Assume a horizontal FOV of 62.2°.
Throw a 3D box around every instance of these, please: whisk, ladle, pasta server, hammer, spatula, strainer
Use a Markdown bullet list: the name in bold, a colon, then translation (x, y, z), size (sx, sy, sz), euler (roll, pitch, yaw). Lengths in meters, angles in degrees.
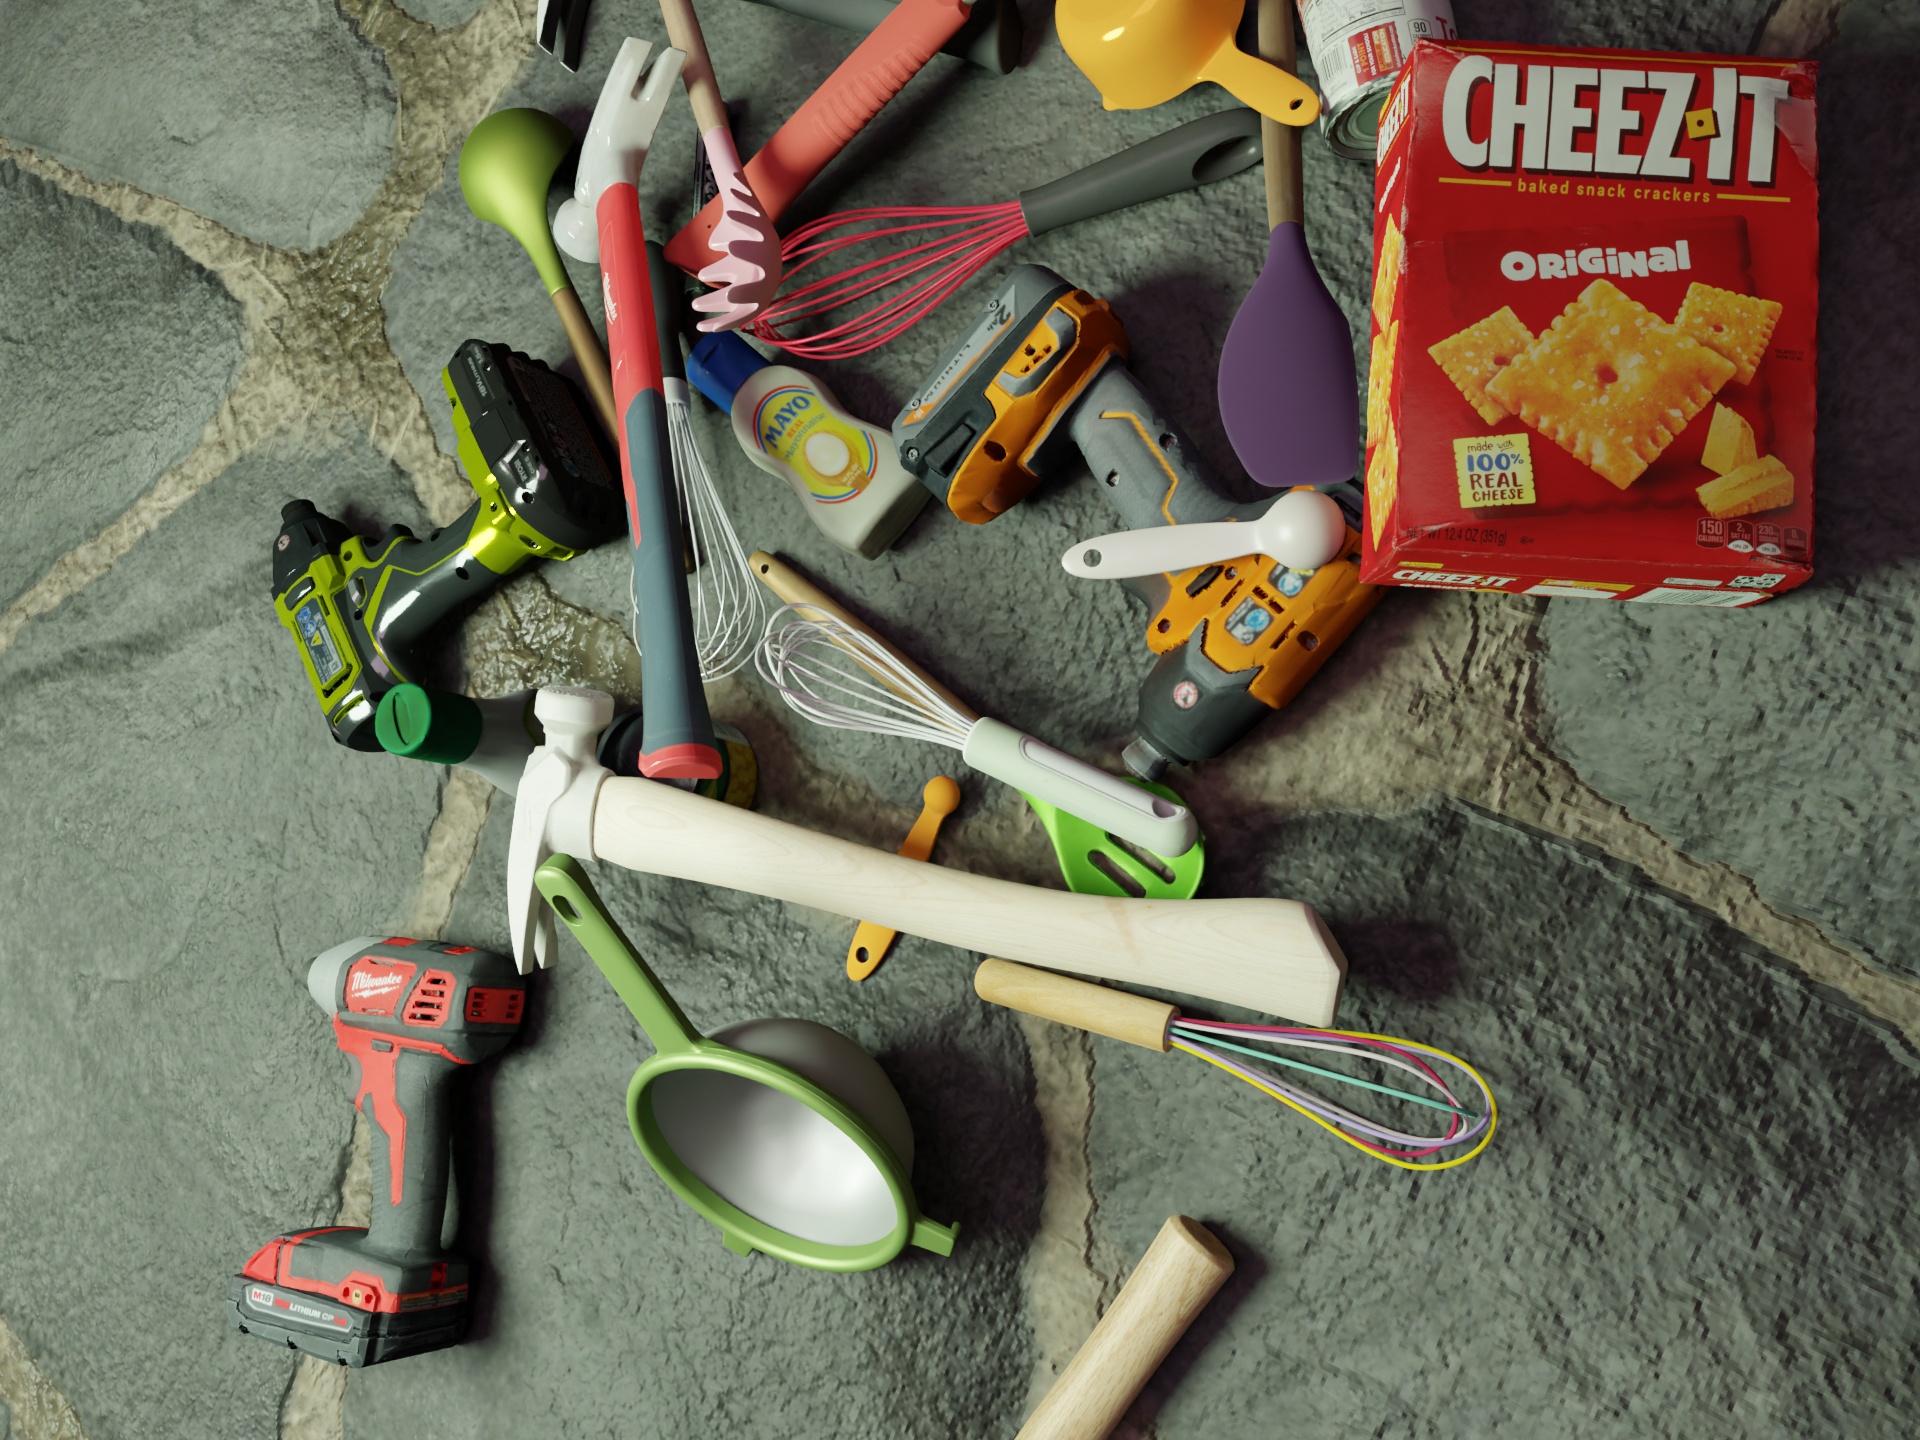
- **whisk**: translation (0.002, 0.006, 0.752), size (0.246, 0.058, 0.059), euler (25, 124, 25)
- **ladle**: translation (-0.215, -0.224, 0.931), size (0.078, 0.062, 0.320), euler (-29, 77, 16)
- **pasta server**: translation (-0.142, -0.329, 0.846), size (0.060, 0.040, 0.316), euler (-54, 46, 48)
- **whisk**: translation (-0.154, -0.149, 0.872), size (0.070, 0.070, 0.285), euler (-20, 66, 21)
- **hammer**: translation (0.020, 0.367, 0.722), size (0.130, 0.031, 0.331), euler (37, 98, 26)
- **hammer**: translation (-0.031, 0.088, 0.741), size (0.411, 0.038, 0.146), euler (11, 96, 20)
- **whisk**: translation (0.113, 0.147, 0.709), size (0.245, 0.051, 0.047), euler (11, 92, 29)
- **spatula**: translation (0.147, -0.245, 0.731), size (0.060, 0.018, 0.316), euler (-1, 67, 9)
- **hammer**: translation (-0.026, -0.359, 0.815), size (0.359, 0.036, 0.149), euler (-38, 58, 24)
- **strainer**: translation (-0.105, 0.149, 0.743), size (0.151, 0.069, 0.256), euler (-15, 117, 37)
- **whisk**: translation (0.016, -0.251, 0.811), size (0.296, 0.073, 0.073), euler (-15, 75, 17)
- **hammer**: translation (-0.152, -0.153, 0.785), size (0.143, 0.038, 0.387), euler (-46, 48, 50)
- **hammer**: translation (-0.108, -0.417, 0.908), size (0.335, 0.035, 0.146), euler (26, 92, 26)

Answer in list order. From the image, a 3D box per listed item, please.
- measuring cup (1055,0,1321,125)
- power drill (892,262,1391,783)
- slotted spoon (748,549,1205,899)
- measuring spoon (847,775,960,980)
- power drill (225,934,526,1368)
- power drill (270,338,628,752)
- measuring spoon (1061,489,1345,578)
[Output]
- **measuring cup**: translation (0.108, -0.329, 0.753), size (0.095, 0.052, 0.174), euler (-49, 46, 14)
- **power drill**: translation (0.076, -0.089, 0.744), size (0.227, 0.084, 0.164), euler (43, 100, 20)
- **slotted spoon**: translation (-0.001, -0.003, 0.795), size (0.314, 0.031, 0.070), euler (38, 98, 27)
- **measuring spoon**: translation (-0.032, 0.080, 0.798), size (0.021, 0.011, 0.117), euler (31, 101, 28)
- **power drill**: translation (-0.326, 0.230, 0.886), size (0.143, 0.078, 0.220), euler (4, 81, 26)
- **power drill**: translation (-0.312, -0.111, 0.934), size (0.223, 0.080, 0.171), euler (-37, 68, 19)
- **measuring spoon**: translation (0.102, -0.077, 0.684), size (0.124, 0.018, 0.034), euler (-6, 85, 19)
